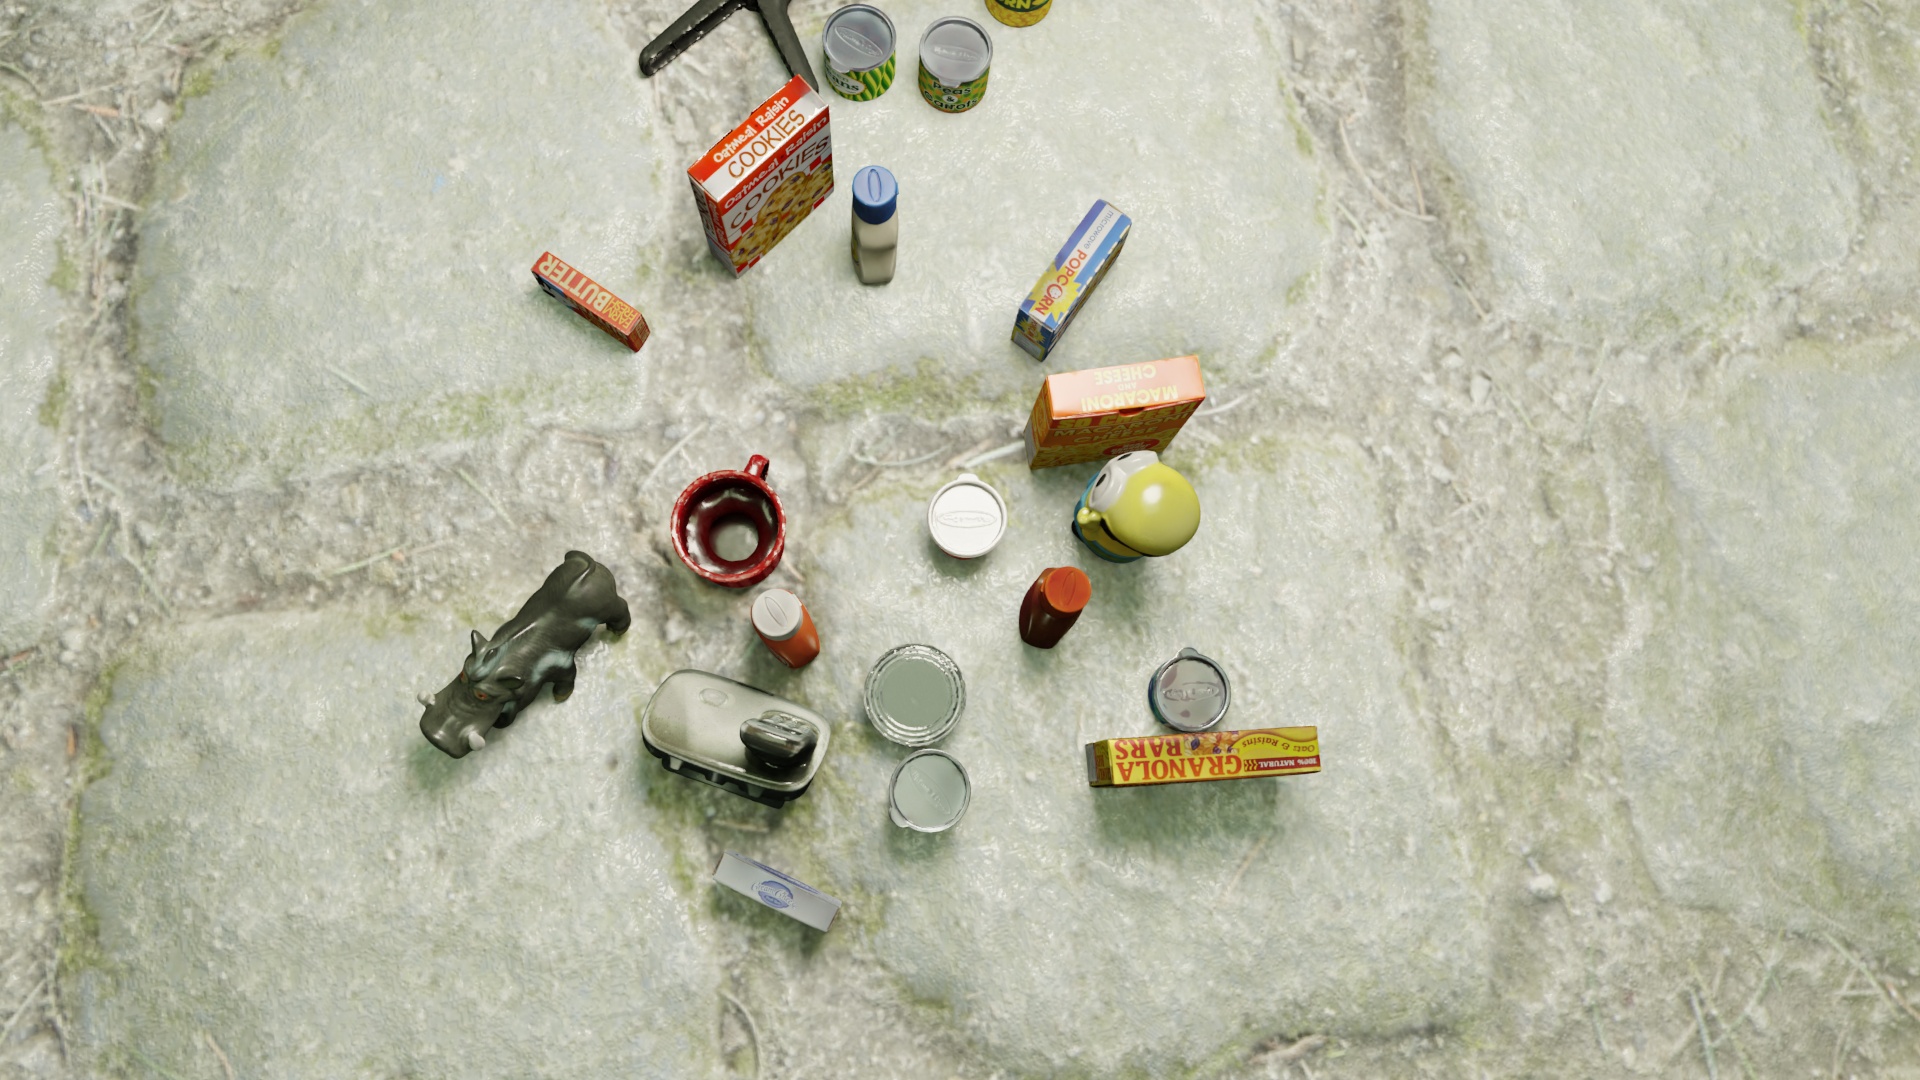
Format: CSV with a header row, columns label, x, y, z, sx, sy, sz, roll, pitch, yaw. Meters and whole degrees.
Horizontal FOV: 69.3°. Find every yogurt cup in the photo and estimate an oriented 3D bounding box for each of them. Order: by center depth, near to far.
label,x,y,z,sx,sy,sz,roll,pitch,yaw
yogurt cup,0.004,-0.015,1.186,0.072,0.054,0.072,1,79,-3

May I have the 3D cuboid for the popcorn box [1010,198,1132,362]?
label,x,y,z,sx,sy,sz,roll,pitch,yaw
popcorn box,0.096,-0.227,1.217,0.038,0.085,0.127,35,79,3

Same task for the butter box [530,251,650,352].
label,x,y,z,sx,sy,sz,roll,pitch,yaw
butter box,-0.319,-0.206,1.203,0.103,0.053,0.024,34,79,3

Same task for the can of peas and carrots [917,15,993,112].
label,x,y,z,sx,sy,sz,roll,pitch,yaw
can of peas and carrots,-0.006,-0.430,1.263,0.071,0.058,0.071,1,79,-3

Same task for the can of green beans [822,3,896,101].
label,x,y,z,sx,sy,sz,roll,pitch,yaw
can of green beans,-0.092,-0.442,1.261,0.071,0.057,0.071,1,79,-3

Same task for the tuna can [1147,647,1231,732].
label,x,y,z,sx,sy,sz,roll,pitch,yaw
tuna can,0.193,0.128,1.181,0.071,0.032,0.071,1,79,-3

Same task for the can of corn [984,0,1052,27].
label,x,y,z,sx,sy,sz,roll,pitch,yaw
can of corn,0.055,-0.517,1.284,0.071,0.058,0.071,1,79,-3

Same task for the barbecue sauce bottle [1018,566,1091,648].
label,x,y,z,sx,sy,sz,roll,pitch,yaw
barbecue sauce bottle,0.077,0.050,1.130,0.044,0.148,0.065,16,79,0

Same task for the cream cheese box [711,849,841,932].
label,x,y,z,sx,sy,sz,roll,pitch,yaw
cream cheese box,-0.147,0.282,1.119,0.104,0.053,0.024,25,79,1

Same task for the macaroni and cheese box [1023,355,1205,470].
label,x,y,z,sx,sy,sz,roll,pitch,yaw
macaroni and cheese box,0.124,-0.103,1.153,0.124,0.166,0.040,-8,80,-5

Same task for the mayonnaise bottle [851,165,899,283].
label,x,y,z,sx,sy,sz,roll,pitch,yaw
mayonnaise bottle,-0.074,-0.272,1.183,0.041,0.148,0.065,-6,80,-5

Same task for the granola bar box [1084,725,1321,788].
label,x,y,z,sx,sy,sz,roll,pitch,yaw
granola bar box,0.192,0.176,1.125,0.166,0.124,0.039,-3,80,-4

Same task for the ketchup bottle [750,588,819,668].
label,x,y,z,sx,sy,sz,roll,pitch,yaw
ketchup bottle,-0.142,0.066,1.112,0.043,0.148,0.065,-35,83,-9

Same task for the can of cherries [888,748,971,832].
label,x,y,z,sx,sy,sz,roll,pitch,yaw
can of cherries,-0.028,0.206,1.138,0.071,0.058,0.071,1,79,-3

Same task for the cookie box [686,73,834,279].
label,x,y,z,sx,sy,sz,roll,pitch,yaw
cookie box,-0.165,-0.304,1.173,0.040,0.167,0.123,44,80,5
